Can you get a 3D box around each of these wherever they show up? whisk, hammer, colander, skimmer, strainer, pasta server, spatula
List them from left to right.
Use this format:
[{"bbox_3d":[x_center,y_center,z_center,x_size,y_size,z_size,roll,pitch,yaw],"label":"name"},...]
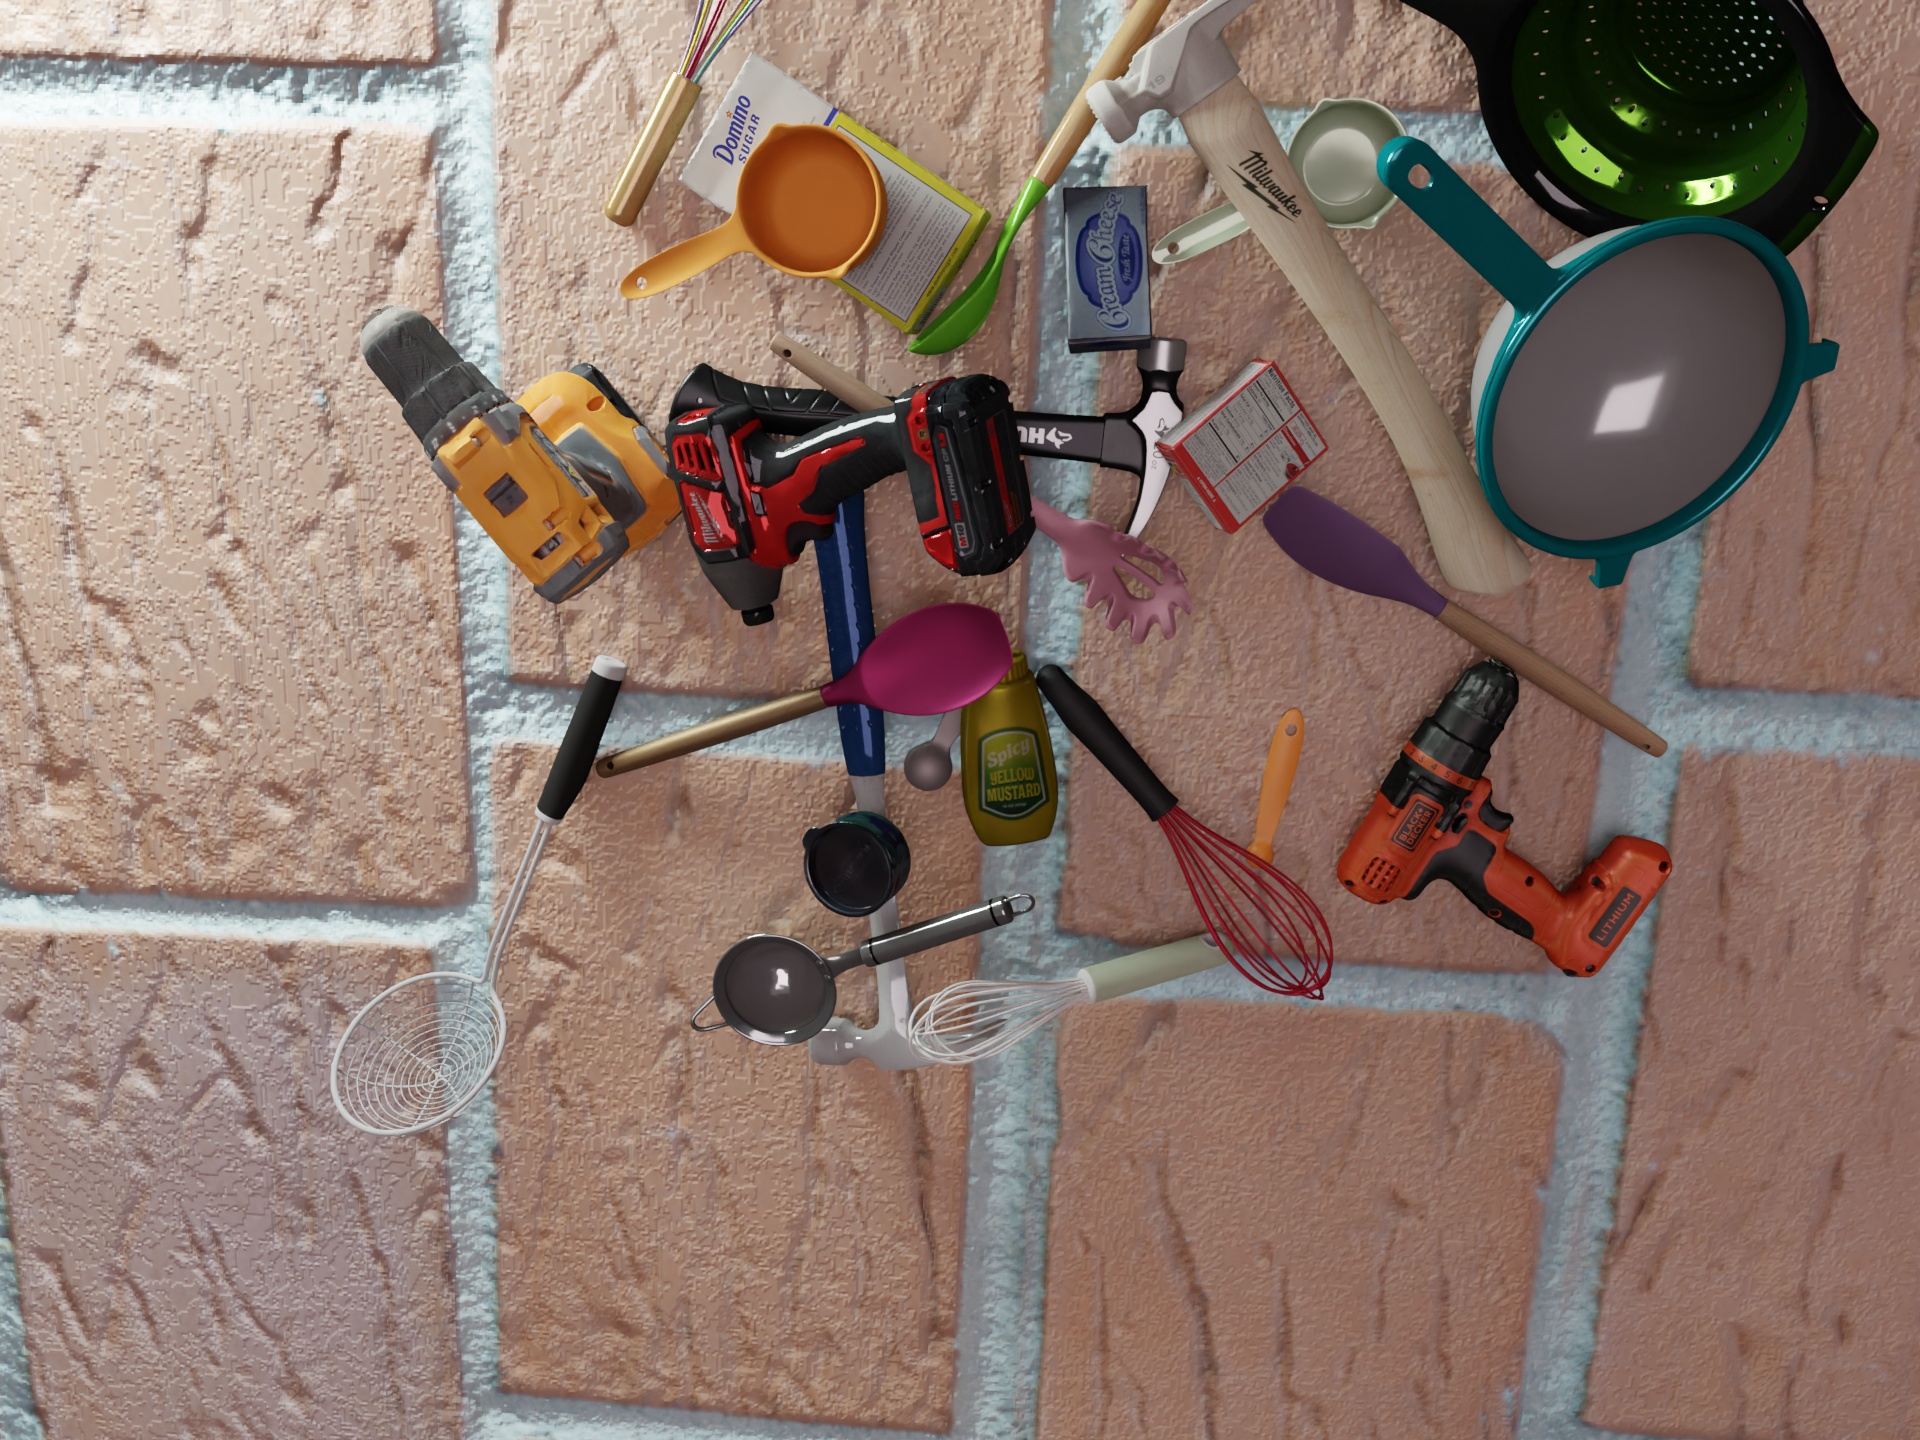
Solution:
[{"bbox_3d":[-0.330,0.119,1.107,0.127,0.090,0.363,31,103,32],"label":"skimmer"},{"bbox_3d":[-0.164,-0.424,0.995,0.051,0.047,0.245,31,106,-5],"label":"whisk"},{"bbox_3d":[-0.066,0.160,1.077,0.258,0.050,0.086,-20,107,18],"label":"strainer"},{"bbox_3d":[-0.057,0.047,1.089,0.144,0.035,0.405,-2,101,22],"label":"hammer"},{"bbox_3d":[-0.025,-0.189,1.044,0.335,0.035,0.146,6,103,3],"label":"hammer"},{"bbox_3d":[0.012,-0.154,1.012,0.316,0.040,0.060,33,117,-2],"label":"pasta server"},{"bbox_3d":[0.078,0.183,1.076,0.246,0.058,0.059,-12,129,-21],"label":"whisk"},{"bbox_3d":[0.152,0.076,1.079,0.073,0.073,0.296,-41,91,11],"label":"whisk"},{"bbox_3d":[0.250,-0.253,0.982,0.146,0.038,0.410,-31,107,19],"label":"hammer"},{"bbox_3d":[0.337,-0.060,1.053,0.316,0.018,0.059,31,143,-6],"label":"spatula"},{"bbox_3d":[0.344,-0.240,0.938,0.340,0.095,0.211,31,110,-28],"label":"strainer"},{"bbox_3d":[0.348,-0.425,0.933,0.397,0.204,0.094,35,69,11],"label":"colander"}]

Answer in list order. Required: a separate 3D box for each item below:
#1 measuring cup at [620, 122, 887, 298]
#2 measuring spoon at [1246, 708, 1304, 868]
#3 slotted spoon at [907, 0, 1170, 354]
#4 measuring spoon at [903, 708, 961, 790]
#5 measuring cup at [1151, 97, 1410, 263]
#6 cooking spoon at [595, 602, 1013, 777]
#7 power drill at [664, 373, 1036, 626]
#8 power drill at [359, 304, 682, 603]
[{"bbox_3d":[-0.126,-0.297,0.973,0.173,0.052,0.095,-21,100,13],"label":"measuring cup"},{"bbox_3d":[0.218,0.048,1.094,0.021,0.011,0.117,11,104,1],"label":"measuring spoon"},{"bbox_3d":[0.064,-0.357,0.990,0.031,0.070,0.314,31,97,-14],"label":"slotted spoon"},{"bbox_3d":[-0.002,-0.003,1.092,0.034,0.018,0.124,29,105,-3],"label":"measuring spoon"},{"bbox_3d":[0.198,-0.328,0.998,0.167,0.038,0.083,-22,103,15],"label":"measuring cup"},{"bbox_3d":[-0.112,-0.009,1.065,0.319,0.017,0.069,-17,94,20],"label":"cooking spoon"},{"bbox_3d":[-0.073,-0.135,0.993,0.220,0.078,0.143,-4,110,22],"label":"power drill"},{"bbox_3d":[-0.259,-0.169,0.965,0.084,0.226,0.185,-38,98,11],"label":"power drill"}]
